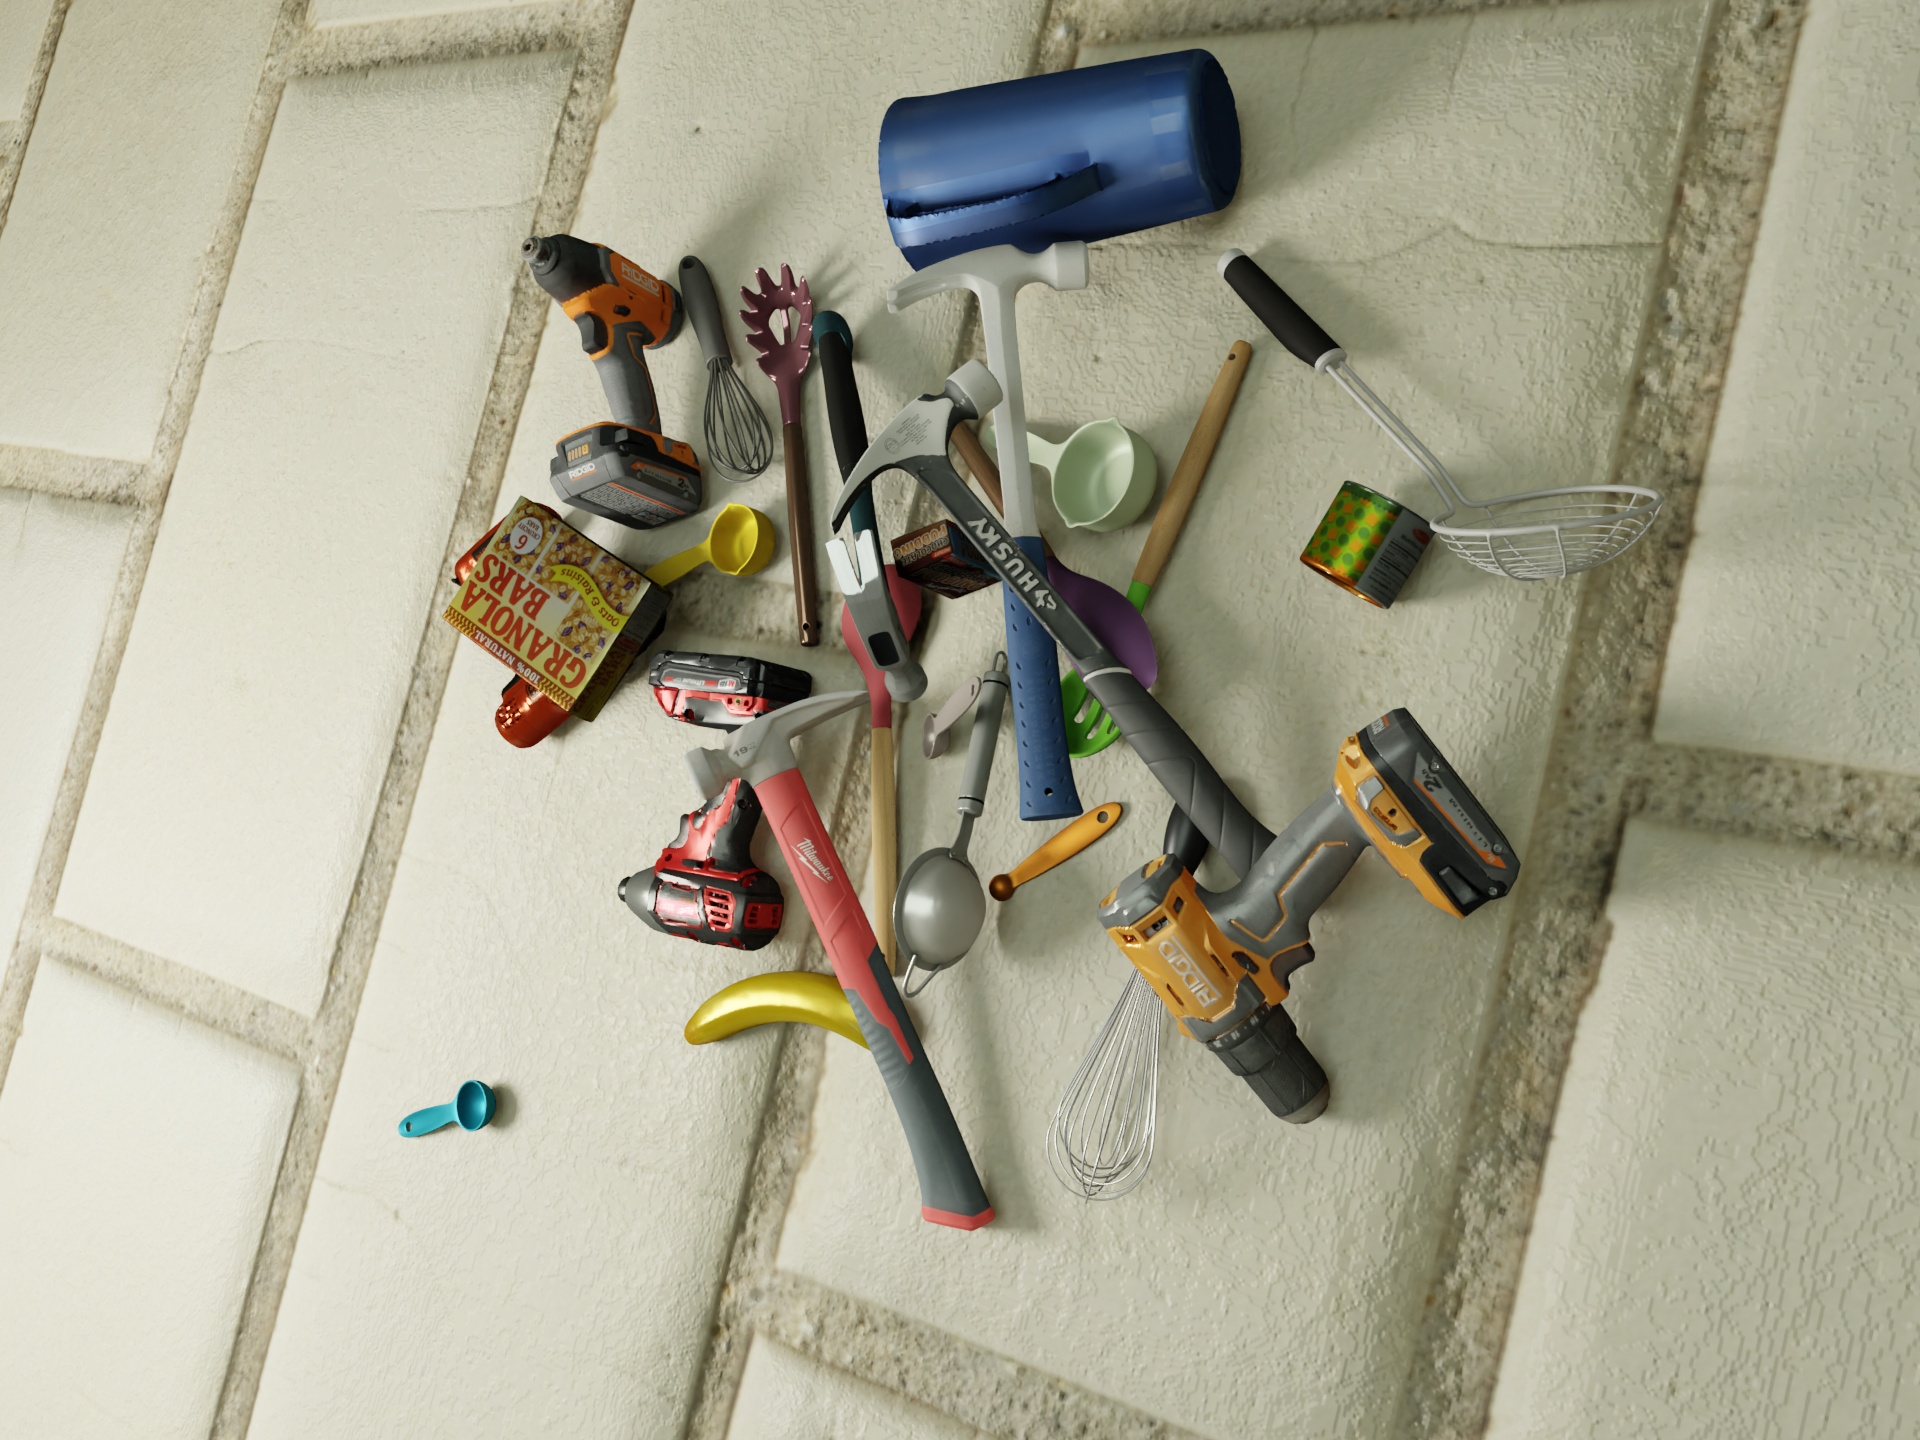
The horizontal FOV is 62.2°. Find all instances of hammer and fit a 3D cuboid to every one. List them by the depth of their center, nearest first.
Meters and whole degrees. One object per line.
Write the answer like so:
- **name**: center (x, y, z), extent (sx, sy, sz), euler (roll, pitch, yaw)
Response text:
- **hammer**: center (0.079, -0.041, 1.038), extent (0.149, 0.036, 0.409), euler (-38, 82, -6)
- **hammer**: center (0.035, -0.134, 1.091), extent (0.144, 0.035, 0.406), euler (-5, 80, 0)
- **hammer**: center (-0.056, 0.167, 1.120), extent (0.143, 0.038, 0.386), euler (-24, 77, -7)
- **hammer**: center (-0.077, -0.179, 1.185), extent (0.033, 0.128, 0.331), euler (-16, 56, 7)

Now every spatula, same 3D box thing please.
- **spatula**: center (0.053, -0.132, 1.142), extent (0.060, 0.018, 0.316), euler (-42, 56, 16)

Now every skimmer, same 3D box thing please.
- **skimmer**: center (0.280, -0.214, 1.002), extent (0.364, 0.127, 0.090), euler (56, 150, 31)

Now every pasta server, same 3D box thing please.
- **pasta server**: center (-0.135, -0.213, 1.275), extent (0.060, 0.040, 0.316), euler (-8, 76, 8)

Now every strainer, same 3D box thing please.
- **strainer**: center (0.006, 0.068, 1.113), extent (0.050, 0.086, 0.259), euler (-7, 63, 41)

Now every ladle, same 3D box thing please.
- **ladle**: center (-0.059, 0.032, 1.187), extent (0.069, 0.031, 0.315), euler (-7, 78, 26)

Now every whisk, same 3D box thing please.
- **whisk**: center (0.121, 0.173, 1.035), extent (0.070, 0.070, 0.285), euler (12, 81, 31)
- **whisk**: center (-0.204, -0.298, 1.330), extent (0.055, 0.055, 0.239), euler (-29, 62, 22)

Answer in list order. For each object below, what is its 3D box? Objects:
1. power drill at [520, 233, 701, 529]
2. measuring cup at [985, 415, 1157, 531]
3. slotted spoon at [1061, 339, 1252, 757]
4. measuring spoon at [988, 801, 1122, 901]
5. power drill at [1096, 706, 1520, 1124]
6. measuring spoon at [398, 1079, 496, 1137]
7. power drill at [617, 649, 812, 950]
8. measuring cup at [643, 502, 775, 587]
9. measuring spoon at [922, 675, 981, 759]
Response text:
- **power drill**: center (-0.292, -0.286, 1.308), extent (0.084, 0.164, 0.227), euler (-16, 74, 26)
- **measuring cup**: center (0.078, -0.186, 1.152), extent (0.168, 0.038, 0.083), euler (32, 104, 48)
- **slotted spoon**: center (0.138, -0.117, 1.103), extent (0.070, 0.031, 0.314), euler (22, 89, 40)
- **measuring spoon**: center (0.065, 0.091, 1.109), extent (0.117, 0.011, 0.021), euler (-36, 64, 19)
- **power drill**: center (0.222, 0.123, 0.957), extent (0.226, 0.084, 0.185), euler (-37, 91, 15)
- **measuring spoon**: center (-0.433, 0.334, 1.349), extent (0.128, 0.021, 0.042), euler (-23, 69, 34)
- **power drill**: center (-0.195, 0.061, 1.232), extent (0.143, 0.078, 0.220), euler (5, 85, 31)
- **measuring cup**: center (-0.211, -0.132, 1.315), extent (0.156, 0.029, 0.062), euler (-19, 71, 38)
- **measuring spoon**: center (-0.002, -0.004, 1.127), extent (0.124, 0.018, 0.034), euler (133, 137, -62)
